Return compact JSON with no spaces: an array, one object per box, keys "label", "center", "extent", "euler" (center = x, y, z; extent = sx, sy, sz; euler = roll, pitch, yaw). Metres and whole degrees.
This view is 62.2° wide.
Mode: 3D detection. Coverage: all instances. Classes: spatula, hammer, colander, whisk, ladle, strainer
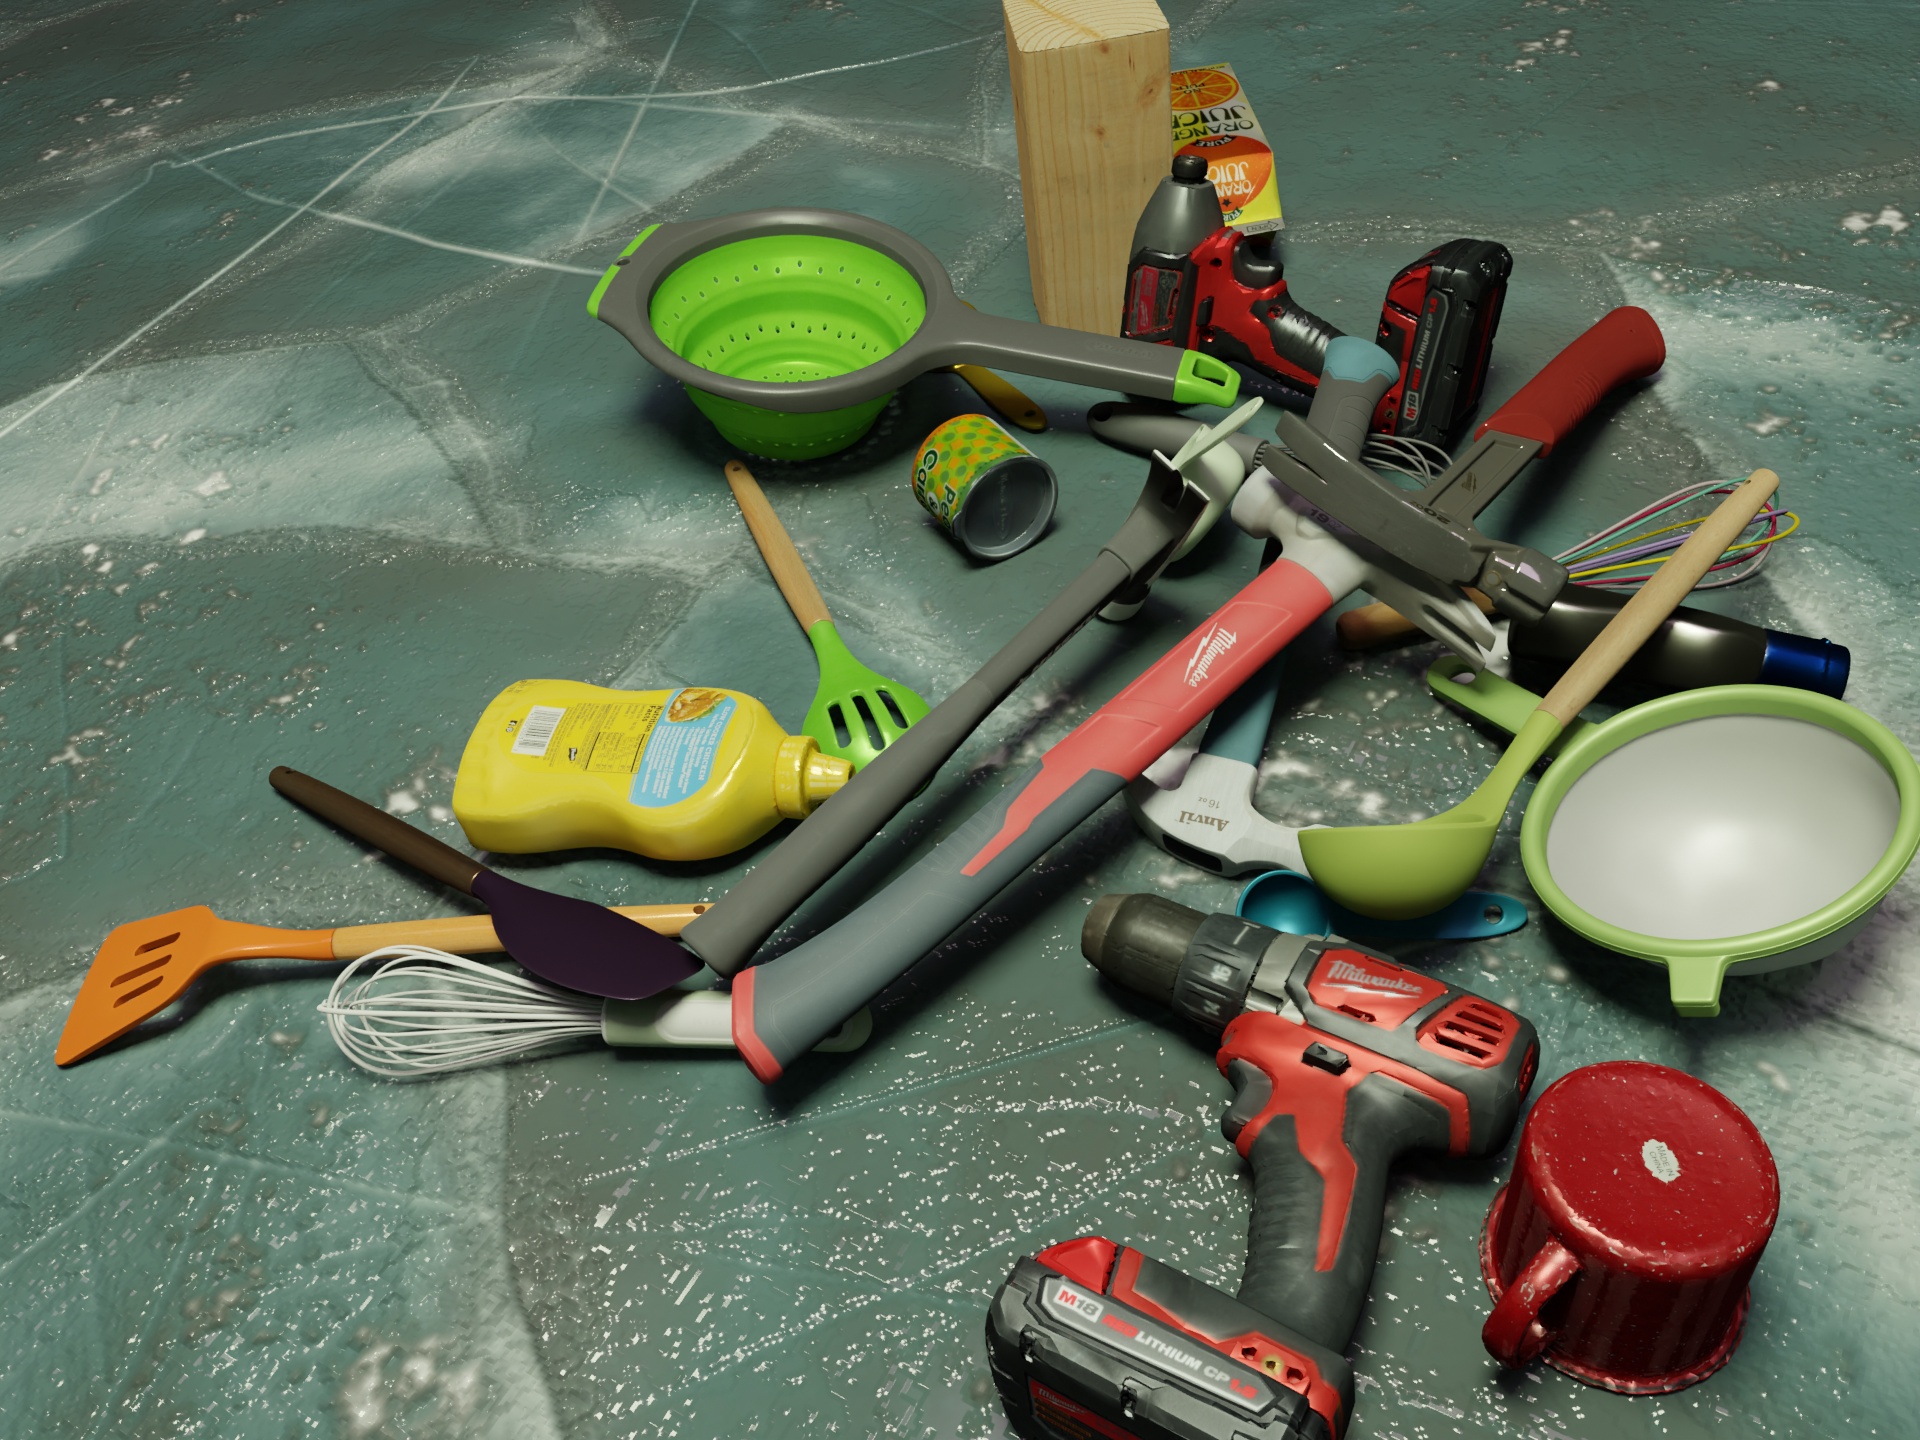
[{"label":"spatula","center":[-0.268,0.110,0.754],"extent":[0.322,0.041,0.081],"euler":[-4,44,0]},{"label":"hammer","center":[0.064,0.033,0.703],"extent":[0.386,0.038,0.143],"euler":[-39,64,-19]},{"label":"hammer","center":[0.297,-0.164,0.846],"extent":[0.149,0.036,0.359],"euler":[36,43,16]},{"label":"spatula","center":[-0.246,0.071,0.762],"extent":[0.316,0.018,0.060],"euler":[19,26,36]},{"label":"colander","center":[-0.028,-0.214,0.992],"extent":[0.397,0.094,0.205],"euler":[13,49,10]},{"label":"hammer","center":[0.167,-0.070,0.807],"extent":[0.128,0.033,0.331],"euler":[12,60,21]},{"label":"whisk","center":[0.174,-0.156,0.924],"extent":[0.239,0.055,0.055],"euler":[21,52,33]},{"label":"ladle","center":[0.268,-0.025,0.703],"extent":[0.320,0.062,0.078],"euler":[-42,10,-21]},{"label":"whisk","center":[0.315,-0.077,0.824],"extent":[0.245,0.051,0.047],"euler":[-15,50,-1]},{"label":"hammer","center":[-0.001,-0.002,0.746],"extent":[0.035,0.146,0.335],"euler":[43,65,7]},{"label":"whisk","center":[-0.161,0.130,0.698],"extent":[0.246,0.059,0.058],"euler":[1,84,5]},{"label":"strainer","center":[0.298,0.039,0.705],"extent":[0.151,0.069,0.257],"euler":[-36,31,-5]}]

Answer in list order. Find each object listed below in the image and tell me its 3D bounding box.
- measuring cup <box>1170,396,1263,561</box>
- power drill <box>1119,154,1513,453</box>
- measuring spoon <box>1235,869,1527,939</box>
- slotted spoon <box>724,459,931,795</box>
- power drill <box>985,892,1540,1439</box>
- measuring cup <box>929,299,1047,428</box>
[{"label":"measuring cup","center":[0.135,-0.129,0.836],"extent":[0.038,0.167,0.083],"euler":[38,76,-5]},{"label":"power drill","center":[0.200,-0.247,0.942],"extent":[0.220,0.143,0.078],"euler":[20,35,24]},{"label":"measuring spoon","center":[0.183,0.086,0.700],"extent":[0.128,0.021,0.042],"euler":[-1,86,-2]},{"label":"slotted spoon","center":[-0.088,-0.065,0.893],"extent":[0.070,0.031,0.314],"euler":[-19,44,-11]},{"label":"power drill","center":[0.094,0.164,0.598],"extent":[0.188,0.080,0.227],"euler":[19,49,26]},{"label":"measuring cup","center":[0.012,-0.235,1.042],"extent":[0.062,0.029,0.157],"euler":[-26,46,-16]}]
